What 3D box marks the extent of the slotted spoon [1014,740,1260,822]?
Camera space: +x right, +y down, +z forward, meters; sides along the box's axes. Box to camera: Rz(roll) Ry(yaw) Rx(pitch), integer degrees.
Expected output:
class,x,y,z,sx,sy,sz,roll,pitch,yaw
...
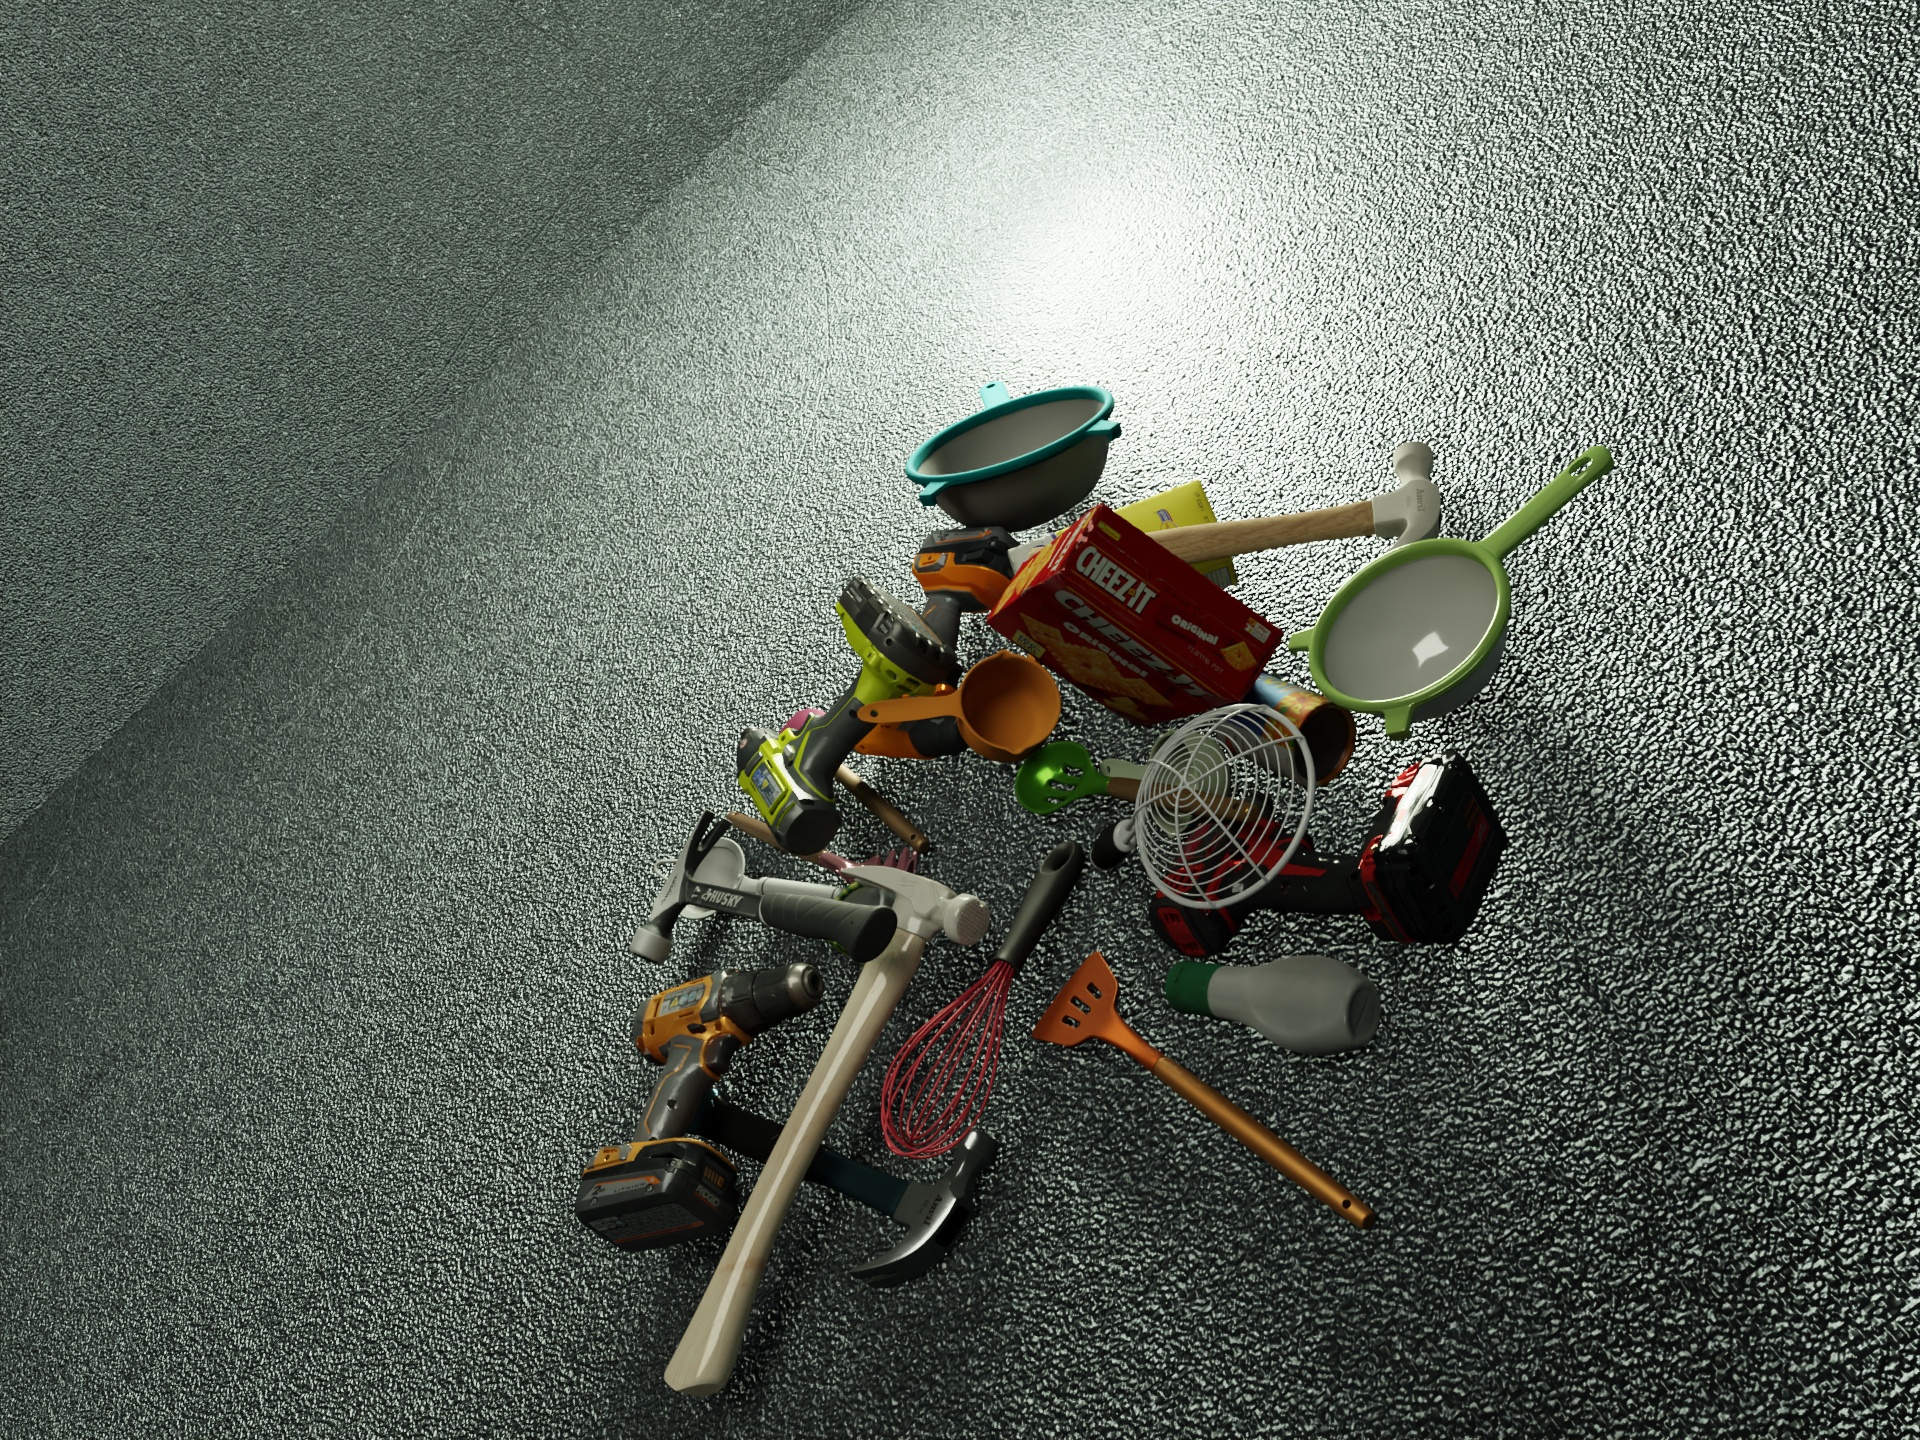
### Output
class,x,y,z,sx,sy,sz,roll,pitch,yaw
slotted spoon,0.130,0.055,1.212,0.070,0.031,0.314,-58,23,-12

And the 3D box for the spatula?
class,x,y,z,sx,sy,sz,roll,pitch,yaw
spatula,0.156,0.247,1.067,0.081,0.041,0.323,-52,40,-7

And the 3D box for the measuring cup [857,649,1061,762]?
class,x,y,z,sx,sy,sz,roll,pitch,yaw
measuring cup,-0.002,-0.004,1.364,0.173,0.052,0.095,-5,70,-6

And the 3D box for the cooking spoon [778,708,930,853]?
class,x,y,z,sx,sy,sz,roll,pitch,yaw
cooking spoon,-0.106,0.056,1.512,0.069,0.017,0.319,-50,36,-3

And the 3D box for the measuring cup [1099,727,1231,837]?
class,x,y,z,sx,sy,sz,roll,pitch,yaw
measuring cup,0.158,0.044,1.239,0.168,0.038,0.083,-171,80,-69

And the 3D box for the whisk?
class,x,y,z,sx,sy,sz,roll,pitch,yaw
whisk,0.024,0.200,1.189,0.073,0.073,0.296,-6,39,42

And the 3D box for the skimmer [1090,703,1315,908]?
class,x,y,z,sx,sy,sz,roll,pitch,yaw
skimmer,0.147,0.077,1.068,0.363,0.090,0.127,100,-175,-77

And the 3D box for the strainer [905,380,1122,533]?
class,x,y,z,sx,sy,sz,roll,pitch,yaw
strainer,0.056,-0.265,1.596,0.211,0.095,0.341,-20,23,5

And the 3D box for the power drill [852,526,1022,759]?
class,x,y,z,sx,sy,sz,roll,pitch,yaw
power drill,-0.007,-0.066,1.478,0.164,0.084,0.226,4,64,47

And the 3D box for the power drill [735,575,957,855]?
class,x,y,z,sx,sy,sz,roll,pitch,yaw
power drill,-0.116,-0.010,1.434,0.223,0.080,0.171,-53,39,10

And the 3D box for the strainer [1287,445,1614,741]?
class,x,y,z,sx,sy,sz,roll,pitch,yaw
strainer,0.368,-0.087,1.125,0.256,0.069,0.152,-42,34,5

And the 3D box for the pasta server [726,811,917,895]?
class,x,y,z,sx,sy,sz,roll,pitch,yaw
pasta server,-0.140,0.116,1.475,0.060,0.040,0.316,-17,19,-32

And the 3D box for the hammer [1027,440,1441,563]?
class,x,y,z,sx,sy,sz,roll,pitch,yaw
hammer,0.216,-0.144,1.280,0.331,0.031,0.130,-7,52,17

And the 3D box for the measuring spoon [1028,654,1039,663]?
class,x,y,z,sx,sy,sz,roll,pitch,yaw
measuring spoon,0.082,-0.105,1.441,0.011,0.021,0.117,18,90,19

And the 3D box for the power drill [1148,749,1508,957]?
class,x,y,z,sx,sy,sz,roll,pitch,yaw
power drill,0.241,0.091,1.070,0.220,0.078,0.143,-13,28,45

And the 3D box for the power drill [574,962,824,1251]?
class,x,y,z,sx,sy,sz,roll,pitch,yaw
power drill,-0.203,0.298,1.283,0.185,0.084,0.226,-21,37,28

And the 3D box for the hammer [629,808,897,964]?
class,x,y,z,sx,sy,sz,roll,pitch,yaw
hammer,-0.165,0.153,1.336,0.409,0.036,0.149,-2,61,58

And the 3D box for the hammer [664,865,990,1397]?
class,x,y,z,sx,sy,sz,roll,pitch,yaw
hammer,-0.120,0.303,1.207,0.146,0.038,0.411,12,70,45

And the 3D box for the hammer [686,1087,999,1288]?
class,x,y,z,sx,sy,sz,roll,pitch,yaw
hammer,-0.113,0.343,1.239,0.331,0.033,0.128,5,59,48

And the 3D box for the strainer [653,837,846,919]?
class,x,y,z,sx,sy,sz,roll,pitch,yaw
strainer,-0.186,0.157,1.482,0.258,0.050,0.087,2,61,40
